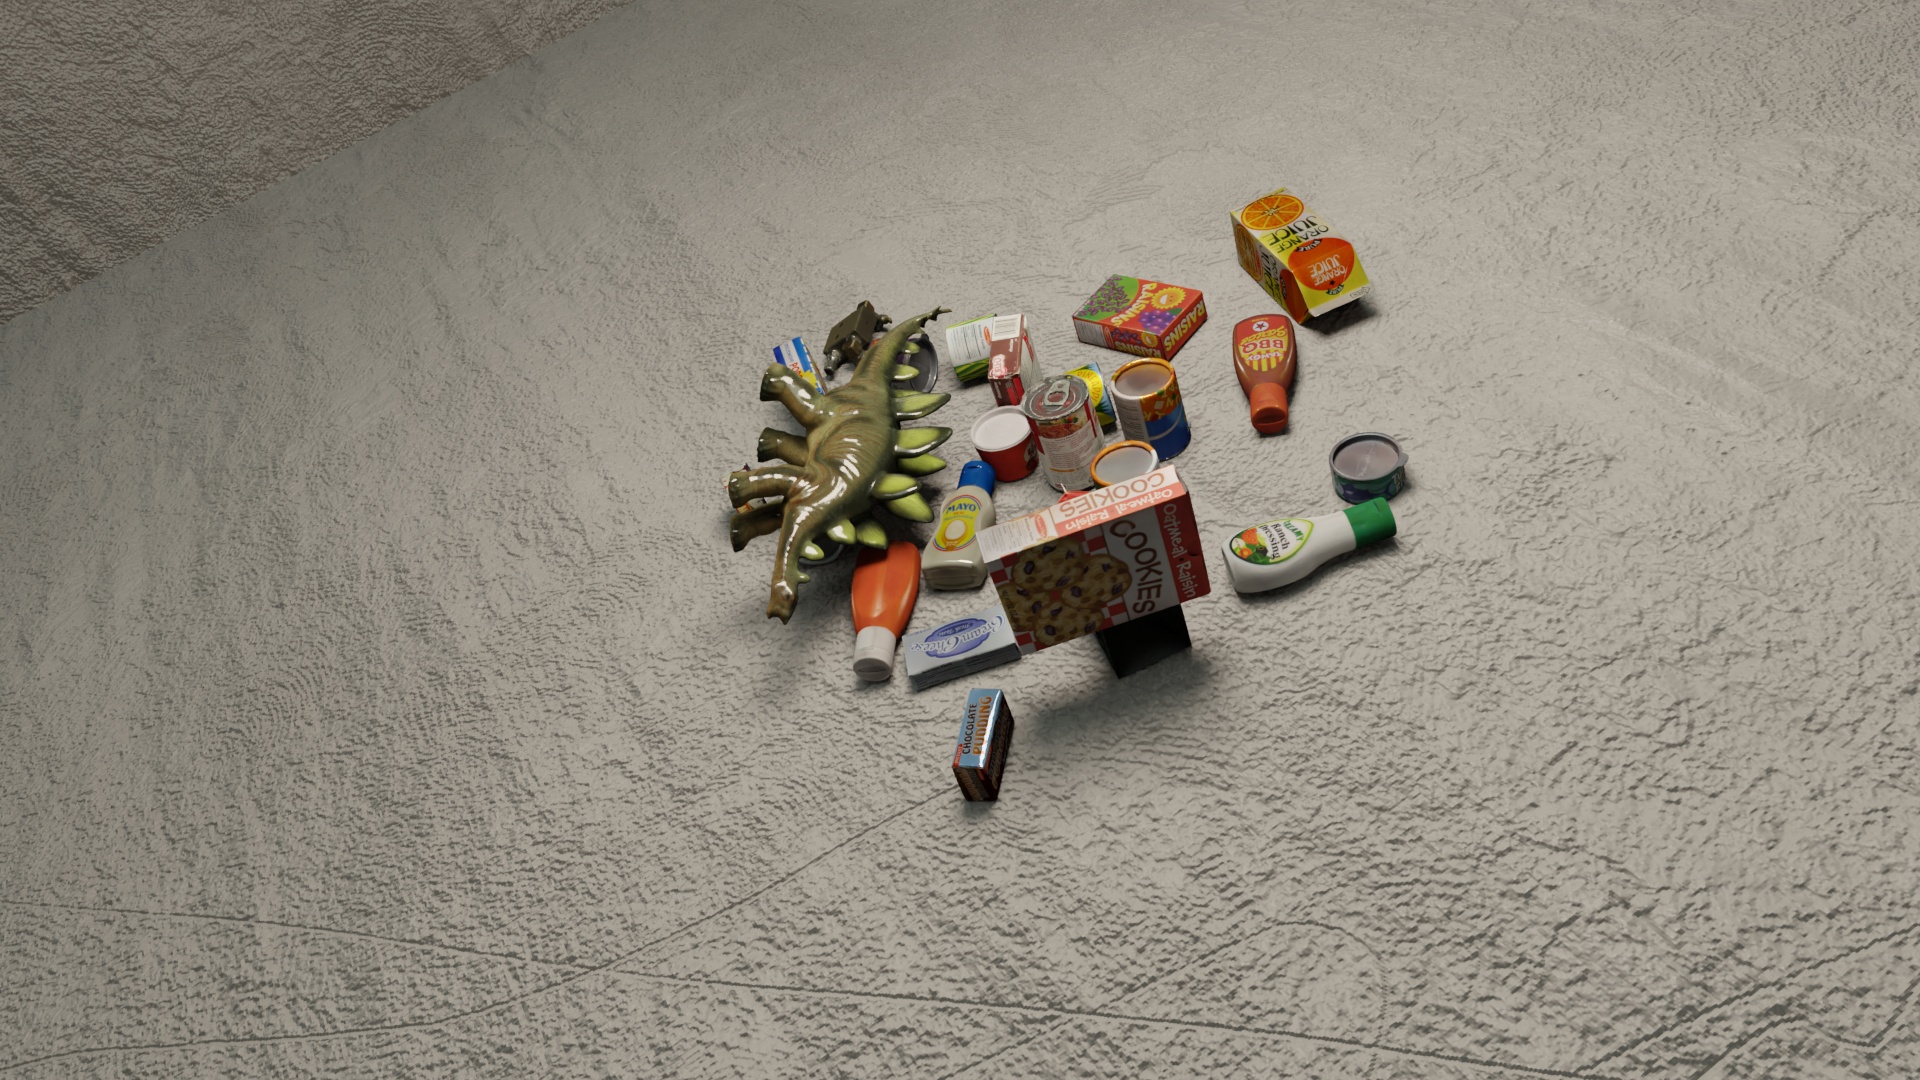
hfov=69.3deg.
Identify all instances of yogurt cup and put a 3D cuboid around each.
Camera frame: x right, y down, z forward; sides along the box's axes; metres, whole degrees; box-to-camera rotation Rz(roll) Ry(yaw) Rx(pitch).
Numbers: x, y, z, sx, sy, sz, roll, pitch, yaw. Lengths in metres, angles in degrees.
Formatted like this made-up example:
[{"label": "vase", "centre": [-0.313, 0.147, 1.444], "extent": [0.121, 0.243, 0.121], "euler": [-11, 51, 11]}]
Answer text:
[{"label": "yogurt cup", "centre": [0.049, -0.098, 1.435], "extent": [0.072, 0.053, 0.073], "euler": [-12, 42, 11]}]

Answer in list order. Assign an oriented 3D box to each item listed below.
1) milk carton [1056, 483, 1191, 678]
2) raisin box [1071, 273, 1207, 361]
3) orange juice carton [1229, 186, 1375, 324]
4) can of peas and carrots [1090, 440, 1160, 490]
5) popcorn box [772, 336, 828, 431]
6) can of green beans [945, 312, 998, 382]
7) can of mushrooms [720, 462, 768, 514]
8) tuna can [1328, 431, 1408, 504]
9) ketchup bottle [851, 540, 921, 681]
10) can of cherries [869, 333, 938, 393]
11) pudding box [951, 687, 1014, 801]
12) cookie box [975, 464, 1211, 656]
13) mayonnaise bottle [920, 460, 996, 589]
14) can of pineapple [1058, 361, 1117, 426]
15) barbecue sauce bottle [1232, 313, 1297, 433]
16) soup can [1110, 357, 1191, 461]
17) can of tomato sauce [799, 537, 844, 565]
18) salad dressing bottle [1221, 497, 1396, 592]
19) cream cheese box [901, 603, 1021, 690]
[{"label": "milk carton", "centre": [0.132, 0.026, 1.253], "extent": [0.073, 0.072, 0.191], "euler": [-24, 42, -2]}, {"label": "raisin box", "centre": [0.199, -0.248, 1.543], "extent": [0.123, 0.040, 0.086], "euler": [20, 55, 39]}, {"label": "orange juice carton", "centre": [0.368, -0.300, 1.499], "extent": [0.072, 0.072, 0.193], "euler": [-24, 41, -2]}, {"label": "can of peas and carrots", "centre": [0.160, -0.054, 1.336], "extent": [0.071, 0.058, 0.071], "euler": [-12, 41, 11]}, {"label": "popcorn box", "centre": [-0.170, -0.164, 1.578], "extent": [0.038, 0.085, 0.127], "euler": [-24, 41, 0]}, {"label": "can of green beans", "centre": [0.020, -0.217, 1.567], "extent": [0.058, 0.071, 0.071], "euler": [-14, 41, 11]}, {"label": "can of mushrooms", "centre": [-0.228, -0.046, 1.492], "extent": [0.033, 0.070, 0.071], "euler": [-28, 41, -6]}, {"label": "tuna can", "centre": [0.376, -0.066, 1.274], "extent": [0.071, 0.032, 0.071], "euler": [-12, 42, 11]}, {"label": "ketchup bottle", "centre": [-0.075, 0.065, 1.322], "extent": [0.065, 0.043, 0.149], "euler": [-7, 43, 13]}, {"label": "can of cherries", "centre": [-0.066, -0.201, 1.585], "extent": [0.058, 0.071, 0.072], "euler": [4, 47, 29]}, {"label": "pudding box", "centre": [0.019, 0.170, 1.164], "extent": [0.030, 0.049, 0.084], "euler": [-2, 44, 20]}, {"label": "cookie box", "centre": [0.110, 0.019, 1.122], "extent": [0.167, 0.122, 0.040], "euler": [-19, 44, 3]}, {"label": "mayonnaise bottle", "centre": [0.005, -0.017, 1.377], "extent": [0.065, 0.041, 0.149], "euler": [-4, 45, 19]}, {"label": "can of pineapple", "centre": [0.125, -0.146, 1.443], "extent": [0.058, 0.070, 0.071], "euler": [-19, 41, 5]}, {"label": "barbecue sauce bottle", "centre": [0.310, -0.169, 1.406], "extent": [0.065, 0.043, 0.149], "euler": [-7, 43, 15]}, {"label": "soup can", "centre": [0.192, -0.132, 1.387], "extent": [0.071, 0.083, 0.072], "euler": [-12, 41, 11]}, {"label": "can of tomato sauce", "centre": [-0.151, -0.027, 1.434], "extent": [0.071, 0.071, 0.083], "euler": [-13, 42, 11]}, {"label": "salad dressing bottle", "centre": [0.307, 0.002, 1.224], "extent": [0.148, 0.043, 0.064], "euler": [-19, 40, 4]}, {"label": "cream cheese box", "centre": [0.001, 0.097, 1.270], "extent": [0.104, 0.024, 0.053], "euler": [-18, 42, 5]}]
